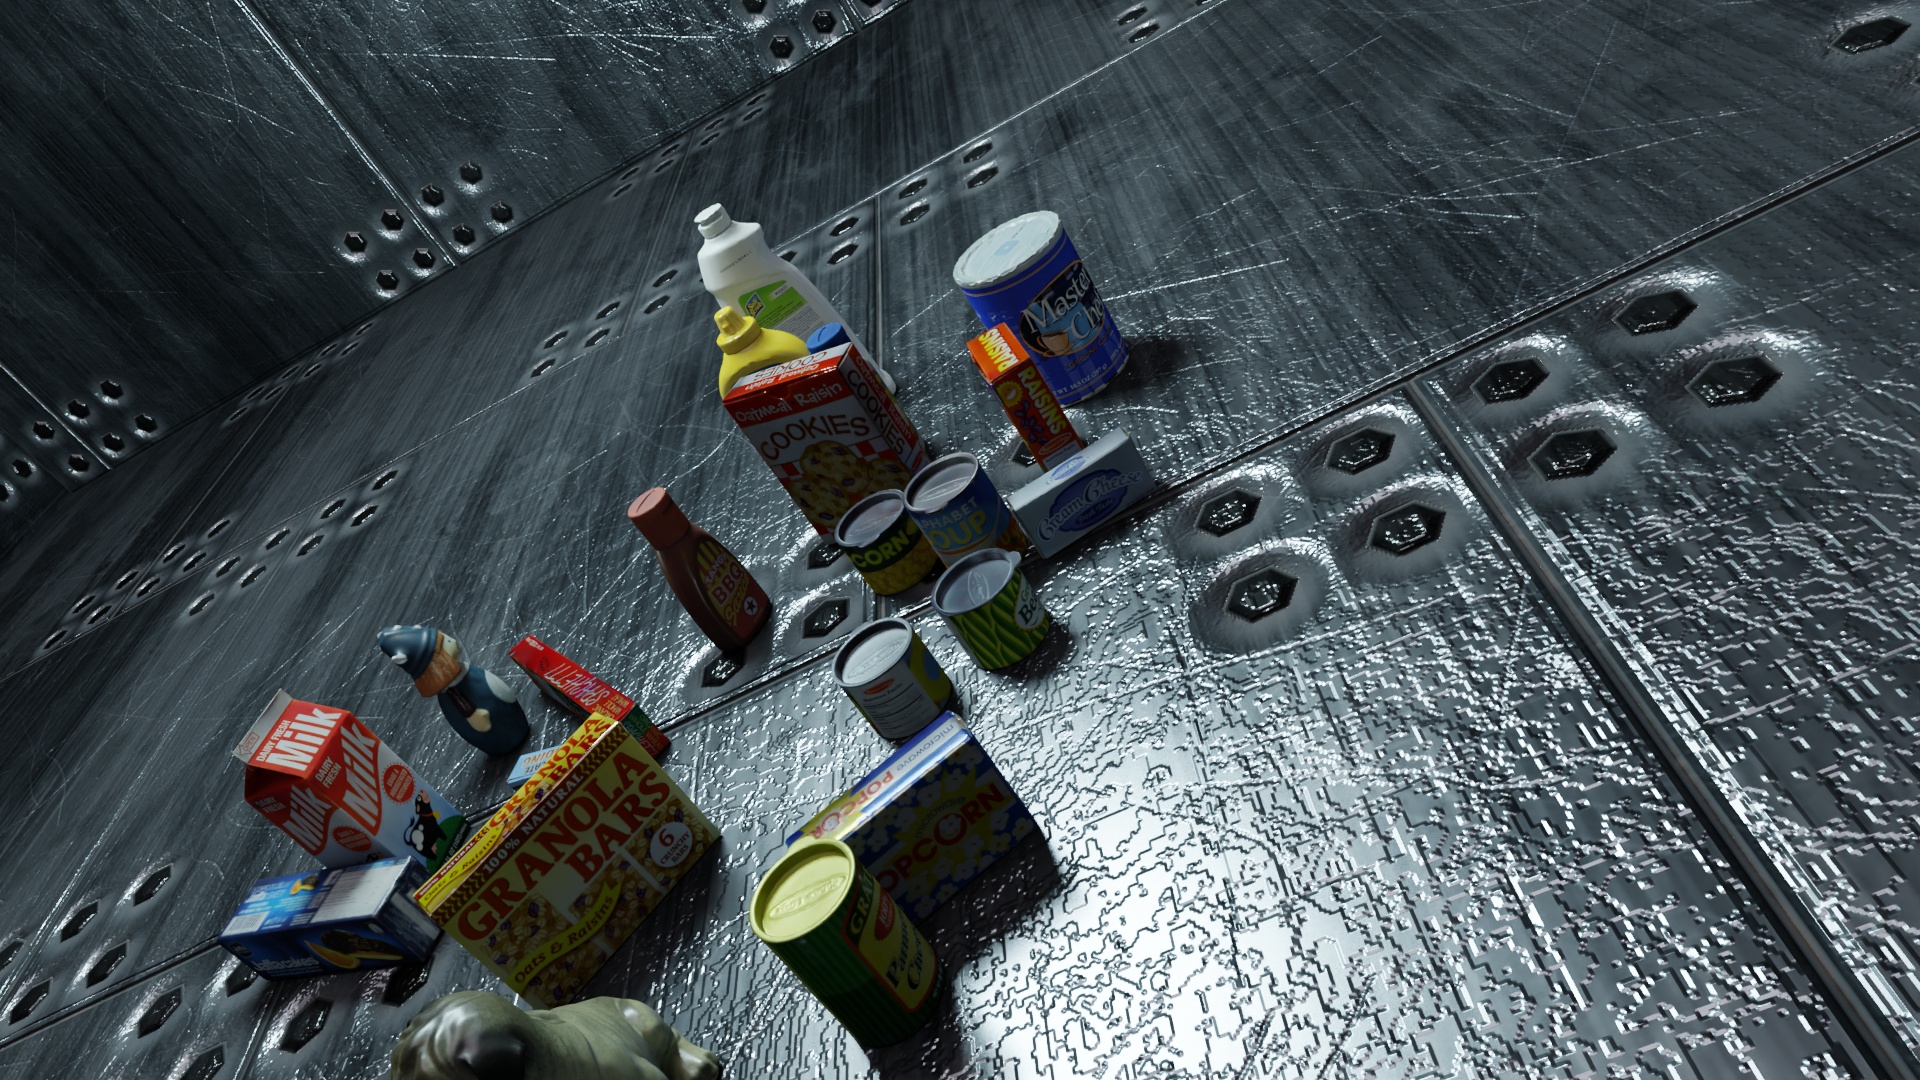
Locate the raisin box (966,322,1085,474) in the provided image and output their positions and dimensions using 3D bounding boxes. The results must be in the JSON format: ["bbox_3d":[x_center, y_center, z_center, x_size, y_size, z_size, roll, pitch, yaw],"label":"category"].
[{"bbox_3d":[0.057,-0.103,1.100,0.040,0.123,0.086,-31,30,4],"label":"raisin box"}]

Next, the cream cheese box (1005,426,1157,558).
[{"bbox_3d":[0.091,-0.035,1.040,0.104,0.053,0.024,-32,30,2],"label":"cream cheese box"}]

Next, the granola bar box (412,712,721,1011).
[{"bbox_3d":[-0.261,0.218,0.938,0.166,0.124,0.039,-48,33,-23],"label":"granola bar box"}]

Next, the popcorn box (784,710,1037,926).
[{"bbox_3d":[-0.028,0.173,0.822,0.127,0.085,0.038,-38,30,-8],"label":"popcorn box"}]

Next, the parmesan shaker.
[{"bbox_3d":[-0.060,0.220,0.767,0.071,0.102,0.072,-24,31,16],"label":"parmesan shaker"}]

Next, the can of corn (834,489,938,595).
[{"bbox_3d":[-0.059,0.003,1.121,0.071,0.058,0.071,-24,31,16],"label":"can of corn"}]

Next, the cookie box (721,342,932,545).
[{"bbox_3d":[-0.103,-0.077,1.171,0.123,0.167,0.040,-13,36,31],"label":"cookie box"}]

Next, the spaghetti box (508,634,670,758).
[{"bbox_3d":[-0.323,0.133,1.192,0.029,0.050,0.250,-46,32,-20],"label":"spaghetti box"}]

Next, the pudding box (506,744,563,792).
[{"bbox_3d":[-0.311,0.188,1.102,0.083,0.049,0.030,-18,34,25],"label":"pudding box"}]

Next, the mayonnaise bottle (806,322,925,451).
[{"bbox_3d":[-0.084,-0.126,1.241,0.041,0.147,0.065,-23,32,17],"label":"mayonnaise bottle"}]

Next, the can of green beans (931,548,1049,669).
[{"bbox_3d":[0.022,0.049,0.981,0.071,0.057,0.071,-24,31,16],"label":"can of green beans"}]

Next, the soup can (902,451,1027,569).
[{"bbox_3d":[0.004,-0.013,1.061,0.071,0.083,0.072,-24,31,16],"label":"soup can"}]

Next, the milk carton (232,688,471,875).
[{"bbox_3d":[-0.492,0.205,1.110,0.073,0.190,0.073,-19,33,23],"label":"milk carton"}]

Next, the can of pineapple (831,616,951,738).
[{"bbox_3d":[-0.048,0.096,0.979,0.071,0.057,0.071,-24,31,16],"label":"can of pineapple"}]

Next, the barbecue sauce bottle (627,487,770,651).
[{"bbox_3d":[-0.219,0.022,1.157,0.043,0.148,0.065,-11,37,34],"label":"barbecue sauce bottle"}]
